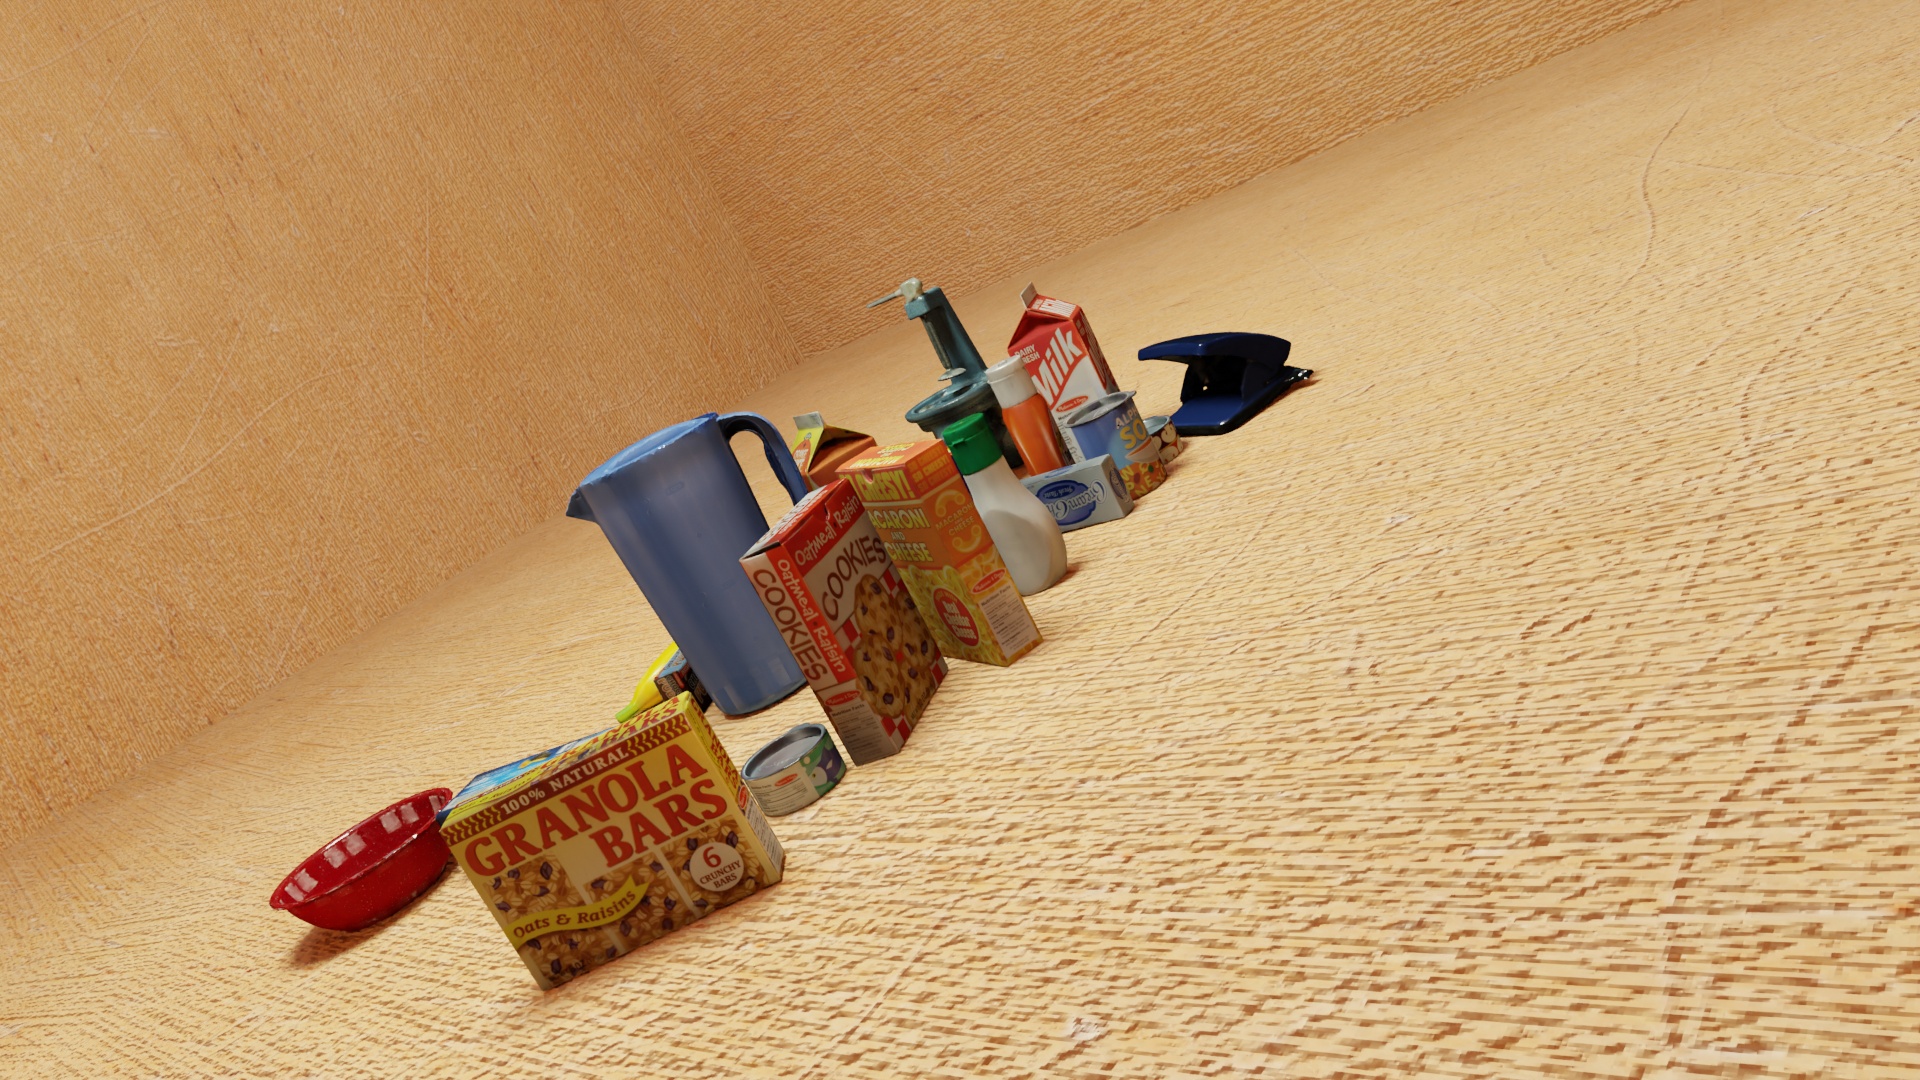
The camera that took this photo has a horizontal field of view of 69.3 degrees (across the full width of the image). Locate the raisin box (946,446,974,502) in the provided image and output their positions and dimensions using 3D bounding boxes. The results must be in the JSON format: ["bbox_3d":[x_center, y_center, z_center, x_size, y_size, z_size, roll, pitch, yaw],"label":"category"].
[{"bbox_3d":[0.004,-0.015,1.160,0.086,0.123,0.040,-30,14,-11],"label":"raisin box"}]

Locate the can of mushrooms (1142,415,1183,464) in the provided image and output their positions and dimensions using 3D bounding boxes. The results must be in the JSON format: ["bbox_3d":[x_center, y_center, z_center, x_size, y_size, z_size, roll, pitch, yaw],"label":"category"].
[{"bbox_3d":[0.174,-0.089,1.303,0.071,0.033,0.071,-25,14,7],"label":"can of mushrooms"}]

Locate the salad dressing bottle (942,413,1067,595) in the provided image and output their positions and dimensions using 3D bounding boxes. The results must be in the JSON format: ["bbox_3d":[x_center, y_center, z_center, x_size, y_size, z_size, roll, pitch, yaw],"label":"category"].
[{"bbox_3d":[0.034,-0.029,1.108,0.064,0.147,0.044,-19,16,32],"label":"salad dressing bottle"}]

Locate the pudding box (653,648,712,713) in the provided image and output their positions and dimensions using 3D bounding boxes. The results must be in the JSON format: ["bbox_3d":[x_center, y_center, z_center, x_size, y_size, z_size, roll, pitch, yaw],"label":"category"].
[{"bbox_3d":[-0.245,0.125,1.269,0.030,0.049,0.084,-23,14,16],"label":"pudding box"}]

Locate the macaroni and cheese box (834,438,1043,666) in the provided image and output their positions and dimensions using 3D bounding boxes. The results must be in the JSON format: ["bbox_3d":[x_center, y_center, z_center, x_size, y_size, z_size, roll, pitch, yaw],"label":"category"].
[{"bbox_3d":[-0.019,0.010,1.027,0.040,0.166,0.123,-34,15,-24],"label":"macaroni and cheese box"}]

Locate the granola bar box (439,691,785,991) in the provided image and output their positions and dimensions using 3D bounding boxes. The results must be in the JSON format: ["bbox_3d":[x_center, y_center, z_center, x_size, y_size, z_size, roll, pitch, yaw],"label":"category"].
[{"bbox_3d":[-0.208,0.183,0.844,0.165,0.124,0.039,-26,14,5],"label":"granola bar box"}]

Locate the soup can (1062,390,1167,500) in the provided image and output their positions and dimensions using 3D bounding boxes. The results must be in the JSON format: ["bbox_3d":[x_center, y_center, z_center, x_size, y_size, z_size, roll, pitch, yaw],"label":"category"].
[{"bbox_3d":[0.140,-0.082,1.234,0.071,0.083,0.071,-26,14,7],"label":"soup can"}]

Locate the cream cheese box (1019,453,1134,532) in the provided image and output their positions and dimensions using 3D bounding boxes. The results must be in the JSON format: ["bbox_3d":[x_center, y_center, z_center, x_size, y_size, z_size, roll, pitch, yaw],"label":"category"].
[{"bbox_3d":[0.097,-0.037,1.215,0.103,0.053,0.024,-15,18,40],"label":"cream cheese box"}]

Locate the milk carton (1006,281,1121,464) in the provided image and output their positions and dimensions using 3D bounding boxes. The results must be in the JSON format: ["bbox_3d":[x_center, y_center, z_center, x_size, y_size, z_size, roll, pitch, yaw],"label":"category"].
[{"bbox_3d":[0.105,-0.161,1.360,0.073,0.190,0.072,-23,14,18],"label":"milk carton"}]

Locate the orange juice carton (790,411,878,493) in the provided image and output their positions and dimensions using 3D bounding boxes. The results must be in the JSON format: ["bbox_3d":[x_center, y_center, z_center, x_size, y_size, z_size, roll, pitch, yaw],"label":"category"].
[{"bbox_3d":[-0.095,-0.030,1.253,0.073,0.192,0.072,-32,15,-20],"label":"orange juice carton"}]

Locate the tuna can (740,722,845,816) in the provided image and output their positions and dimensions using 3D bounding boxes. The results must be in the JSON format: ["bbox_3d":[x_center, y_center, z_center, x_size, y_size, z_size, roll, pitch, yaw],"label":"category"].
[{"bbox_3d":[-0.114,0.156,0.953,0.071,0.032,0.071,-25,14,7],"label":"tuna can"}]

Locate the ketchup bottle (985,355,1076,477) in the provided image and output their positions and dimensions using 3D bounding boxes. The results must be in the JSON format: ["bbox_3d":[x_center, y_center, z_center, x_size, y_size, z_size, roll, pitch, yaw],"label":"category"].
[{"bbox_3d":[0.070,-0.097,1.281,0.043,0.148,0.065,-25,14,11],"label":"ketchup bottle"}]

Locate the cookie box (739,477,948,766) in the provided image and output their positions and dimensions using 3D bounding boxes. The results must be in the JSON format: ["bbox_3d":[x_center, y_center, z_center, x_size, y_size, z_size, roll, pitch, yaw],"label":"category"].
[{"bbox_3d":[-0.076,0.053,0.974,0.040,0.167,0.123,-21,15,24],"label":"cookie box"}]
